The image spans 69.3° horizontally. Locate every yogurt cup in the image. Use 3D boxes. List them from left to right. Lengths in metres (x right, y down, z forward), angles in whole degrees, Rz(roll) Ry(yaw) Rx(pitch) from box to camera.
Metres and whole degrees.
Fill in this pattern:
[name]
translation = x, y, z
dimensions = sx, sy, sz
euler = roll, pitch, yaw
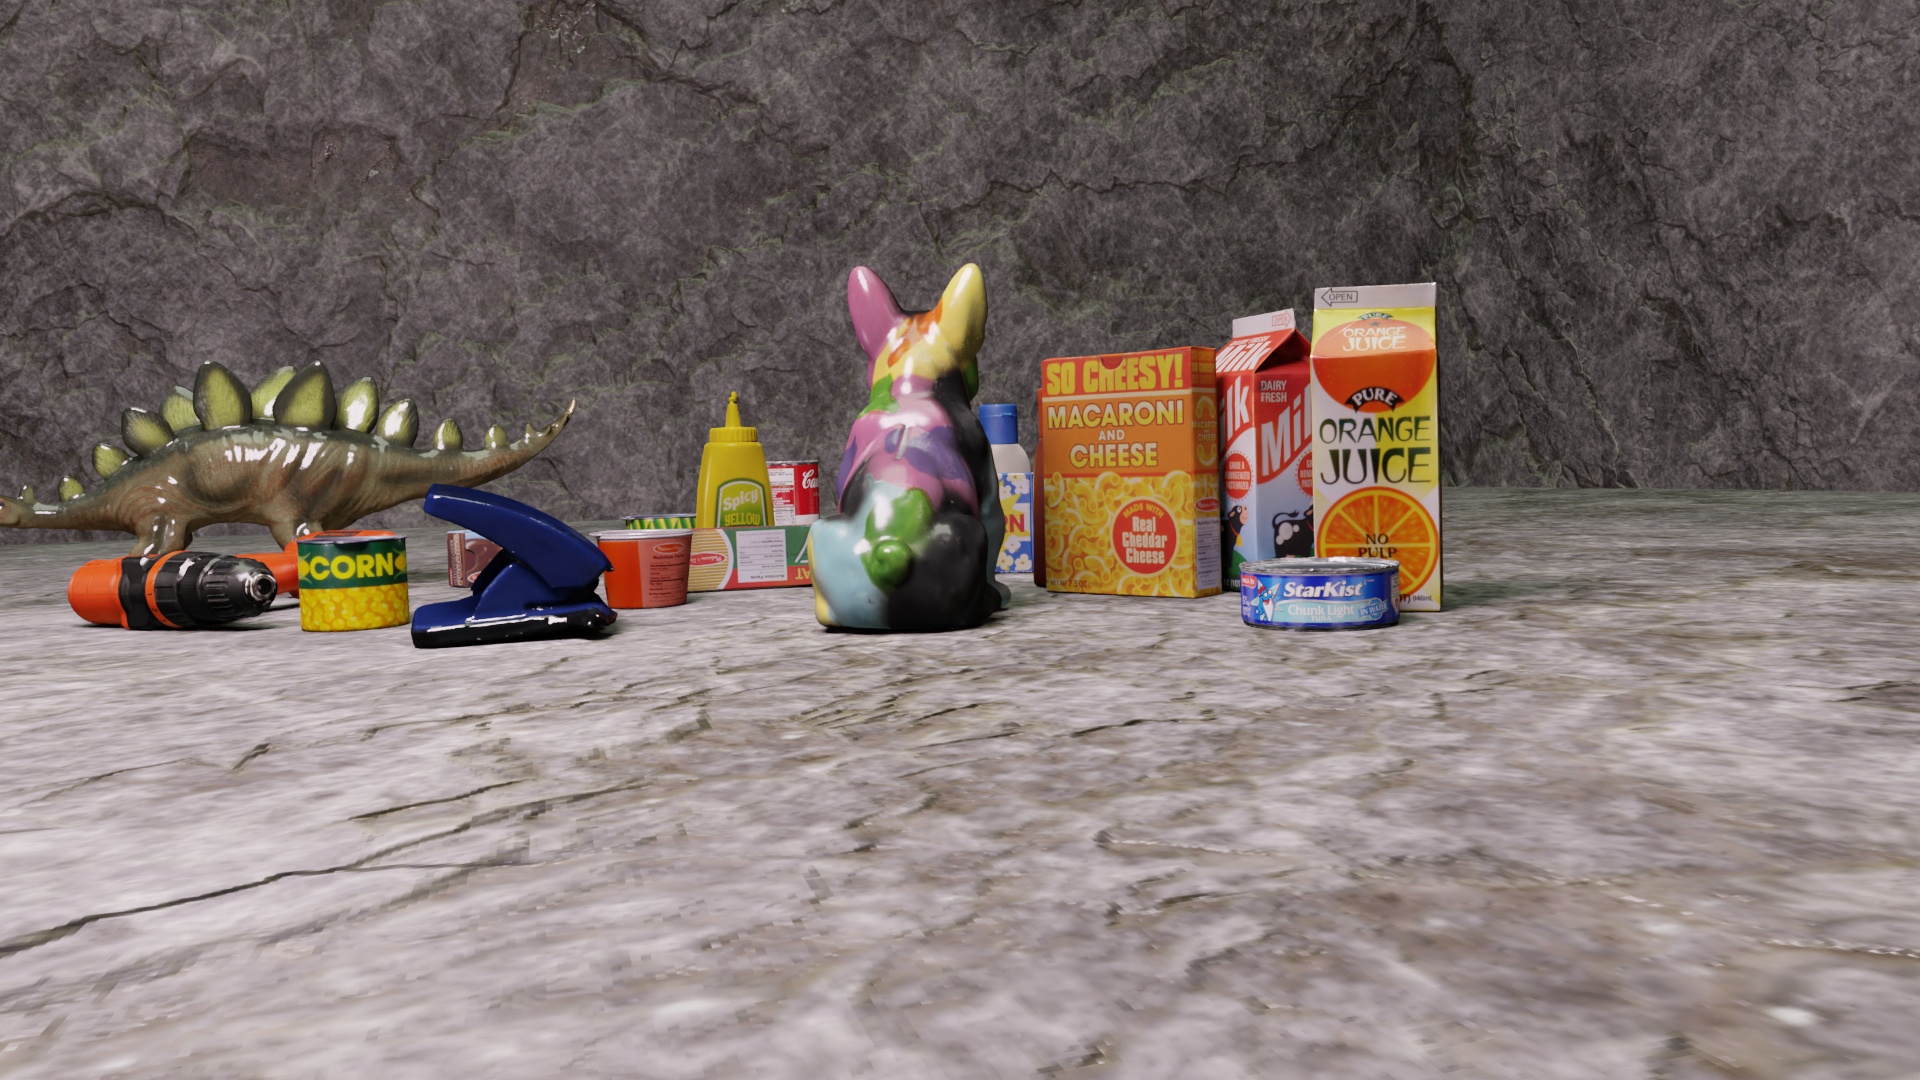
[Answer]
[yogurt cup]
translation = -0.223, 0.020, 0.986
dimensions = 0.072, 0.054, 0.072
euler = -2, 3, 0

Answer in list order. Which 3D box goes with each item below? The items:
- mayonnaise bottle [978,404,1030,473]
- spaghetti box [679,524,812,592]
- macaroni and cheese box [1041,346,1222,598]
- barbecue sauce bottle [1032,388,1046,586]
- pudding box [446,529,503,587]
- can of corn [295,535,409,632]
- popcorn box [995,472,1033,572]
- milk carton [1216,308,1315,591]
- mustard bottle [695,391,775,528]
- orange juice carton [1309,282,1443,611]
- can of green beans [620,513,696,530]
[mayonnaise bottle]
translation = 0.038, -0.054, 1.312
dimensions = 0.065, 0.148, 0.041
euler = -3, 3, -25
[spaghetti box]
translation = -0.113, 0.011, 1.108
dimensions = 0.250, 0.050, 0.028
euler = -3, 3, -13
[macaroni and cheese box]
translation = 0.116, -0.046, 0.958
dimensions = 0.123, 0.166, 0.040
euler = 0, 3, 40
[barbecue sauce bottle]
translation = 0.079, -0.041, 1.044
dimensions = 0.043, 0.148, 0.065
euler = 0, 3, 31
[pudding box]
translation = -0.412, 0.014, 1.236
dimensions = 0.030, 0.049, 0.084
euler = 0, 4, 39
[can of corn]
translation = -0.395, 0.027, 0.904
dimensions = 0.071, 0.058, 0.071
euler = -2, 3, 0
[popcorn box]
translation = 0.004, -0.015, 1.194
dimensions = 0.127, 0.085, 0.038
euler = -1, 3, 12
[milk carton]
translation = 0.212, -0.062, 0.964
dimensions = 0.073, 0.190, 0.072
euler = -3, 3, -25
[mustard bottle]
translation = -0.189, -0.044, 1.160
dimensions = 0.065, 0.160, 0.049
euler = -3, 3, -24
[orange juice carton]
translation = 0.250, -0.056, 0.831
dimensions = 0.072, 0.192, 0.073
euler = -1, 3, 20
[can of green beans]
translation = -0.254, 0.007, 1.196
dimensions = 0.071, 0.057, 0.071
euler = -2, 3, 0
